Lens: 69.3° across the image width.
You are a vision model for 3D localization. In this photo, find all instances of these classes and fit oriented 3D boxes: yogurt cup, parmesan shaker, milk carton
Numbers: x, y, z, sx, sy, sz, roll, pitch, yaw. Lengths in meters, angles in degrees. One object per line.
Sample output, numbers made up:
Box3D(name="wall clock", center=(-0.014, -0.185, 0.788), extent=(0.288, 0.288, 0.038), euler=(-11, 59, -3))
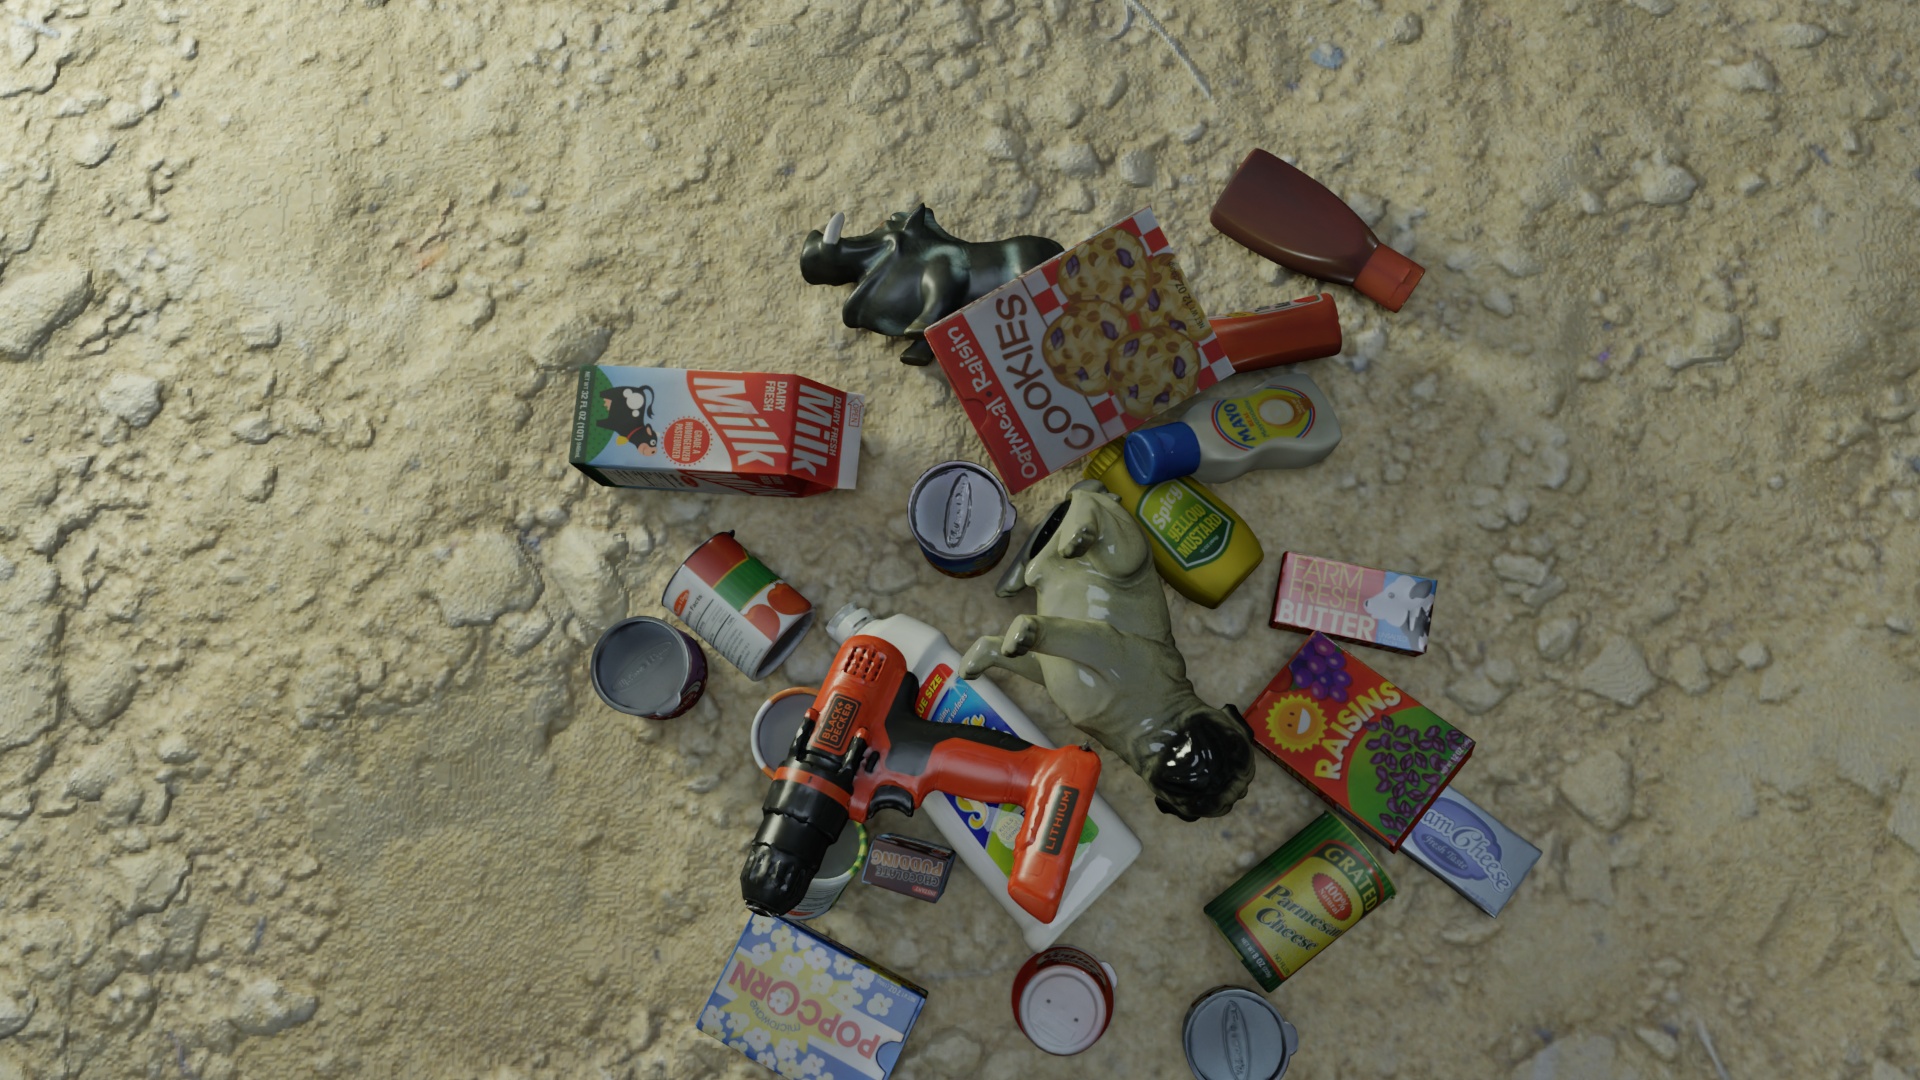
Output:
Box3D(name="yogurt cup", center=(0.065, 0.295, 0.884), extent=(0.072, 0.054, 0.072), euler=(-1, 79, 4))
Box3D(name="parmesan shaker", center=(0.216, 0.231, 0.882), extent=(0.103, 0.071, 0.071), euler=(-37, 79, -4))
Box3D(name="milk carton", center=(-0.164, -0.074, 0.962), extent=(0.191, 0.073, 0.072), euler=(4, 79, 4))

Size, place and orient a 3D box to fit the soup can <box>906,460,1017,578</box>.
Box3D(name="soup can", center=(0.003, -0.012, 0.934), extent=(0.071, 0.083, 0.071), euler=(-1, 79, 3))

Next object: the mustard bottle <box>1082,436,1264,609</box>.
Box3D(name="mustard bottle", center=(0.131, -0.025, 0.947), extent=(0.160, 0.048, 0.065), euler=(43, 81, 10))

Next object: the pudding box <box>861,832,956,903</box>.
Box3D(name="pudding box", center=(-0.032, 0.209, 0.892), extent=(0.050, 0.083, 0.030), euler=(16, 82, 6))

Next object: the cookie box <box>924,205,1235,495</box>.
Box3D(name="cookie box", center=(0.077, -0.124, 0.914), extent=(0.167, 0.040, 0.122), euler=(-29, 99, 3))

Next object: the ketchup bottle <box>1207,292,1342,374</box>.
Box3D(name="ketchup bottle", center=(0.185, -0.136, 0.962), extent=(0.149, 0.065, 0.043), euler=(-10, 95, 10))

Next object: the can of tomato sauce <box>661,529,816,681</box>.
Box3D(name="can of tomato sauce", center=(-0.148, 0.044, 0.942), extent=(0.083, 0.071, 0.071), euler=(39, 84, 9))

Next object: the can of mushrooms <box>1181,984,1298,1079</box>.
Box3D(name="can of mushrooms", center=(0.177, 0.318, 0.883), extent=(0.071, 0.033, 0.071), euler=(-1, 78, 4))

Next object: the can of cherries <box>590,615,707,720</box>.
Box3D(name="can of cherries", center=(-0.208, 0.090, 0.939), extent=(0.071, 0.058, 0.071), euler=(0, 78, 2))

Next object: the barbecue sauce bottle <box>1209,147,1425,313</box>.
Box3D(name="barbecue sauce bottle", center=(0.254, -0.214, 0.981), extent=(0.148, 0.043, 0.065), euler=(33, 83, 9))

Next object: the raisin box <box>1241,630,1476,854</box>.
Box3D(name="raisin box", center=(0.254, 0.129, 0.898), extent=(0.123, 0.040, 0.086), euler=(38, 84, 26))

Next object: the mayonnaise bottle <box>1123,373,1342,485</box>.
Box3D(name="mayonnaise bottle", center=(0.181, -0.069, 0.930), extent=(0.148, 0.041, 0.065), euler=(-15, 66, -24))

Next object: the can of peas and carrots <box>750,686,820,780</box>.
Box3D(name="can of peas and carrots", center=(-0.099, 0.132, 0.924), extent=(0.071, 0.058, 0.071), euler=(-1, 79, 3))

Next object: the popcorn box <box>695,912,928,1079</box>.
Box3D(name="popcorn box", center=(-0.095, 0.303, 0.900), extent=(0.127, 0.038, 0.085), euler=(26, 80, 8))

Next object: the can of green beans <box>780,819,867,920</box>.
Box3D(name="can of green beans", center=(-0.099, 0.203, 0.896), extent=(0.071, 0.057, 0.071), euler=(13, 49, -16))

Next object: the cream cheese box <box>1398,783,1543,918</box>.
Box3D(name="cream cheese box", center=(0.318, 0.193, 0.905), extent=(0.104, 0.024, 0.053), euler=(37, 82, 9))

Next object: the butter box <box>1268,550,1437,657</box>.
Box3D(name="butter box", center=(0.264, 0.042, 0.938), extent=(0.103, 0.024, 0.053), euler=(11, 79, 5))
